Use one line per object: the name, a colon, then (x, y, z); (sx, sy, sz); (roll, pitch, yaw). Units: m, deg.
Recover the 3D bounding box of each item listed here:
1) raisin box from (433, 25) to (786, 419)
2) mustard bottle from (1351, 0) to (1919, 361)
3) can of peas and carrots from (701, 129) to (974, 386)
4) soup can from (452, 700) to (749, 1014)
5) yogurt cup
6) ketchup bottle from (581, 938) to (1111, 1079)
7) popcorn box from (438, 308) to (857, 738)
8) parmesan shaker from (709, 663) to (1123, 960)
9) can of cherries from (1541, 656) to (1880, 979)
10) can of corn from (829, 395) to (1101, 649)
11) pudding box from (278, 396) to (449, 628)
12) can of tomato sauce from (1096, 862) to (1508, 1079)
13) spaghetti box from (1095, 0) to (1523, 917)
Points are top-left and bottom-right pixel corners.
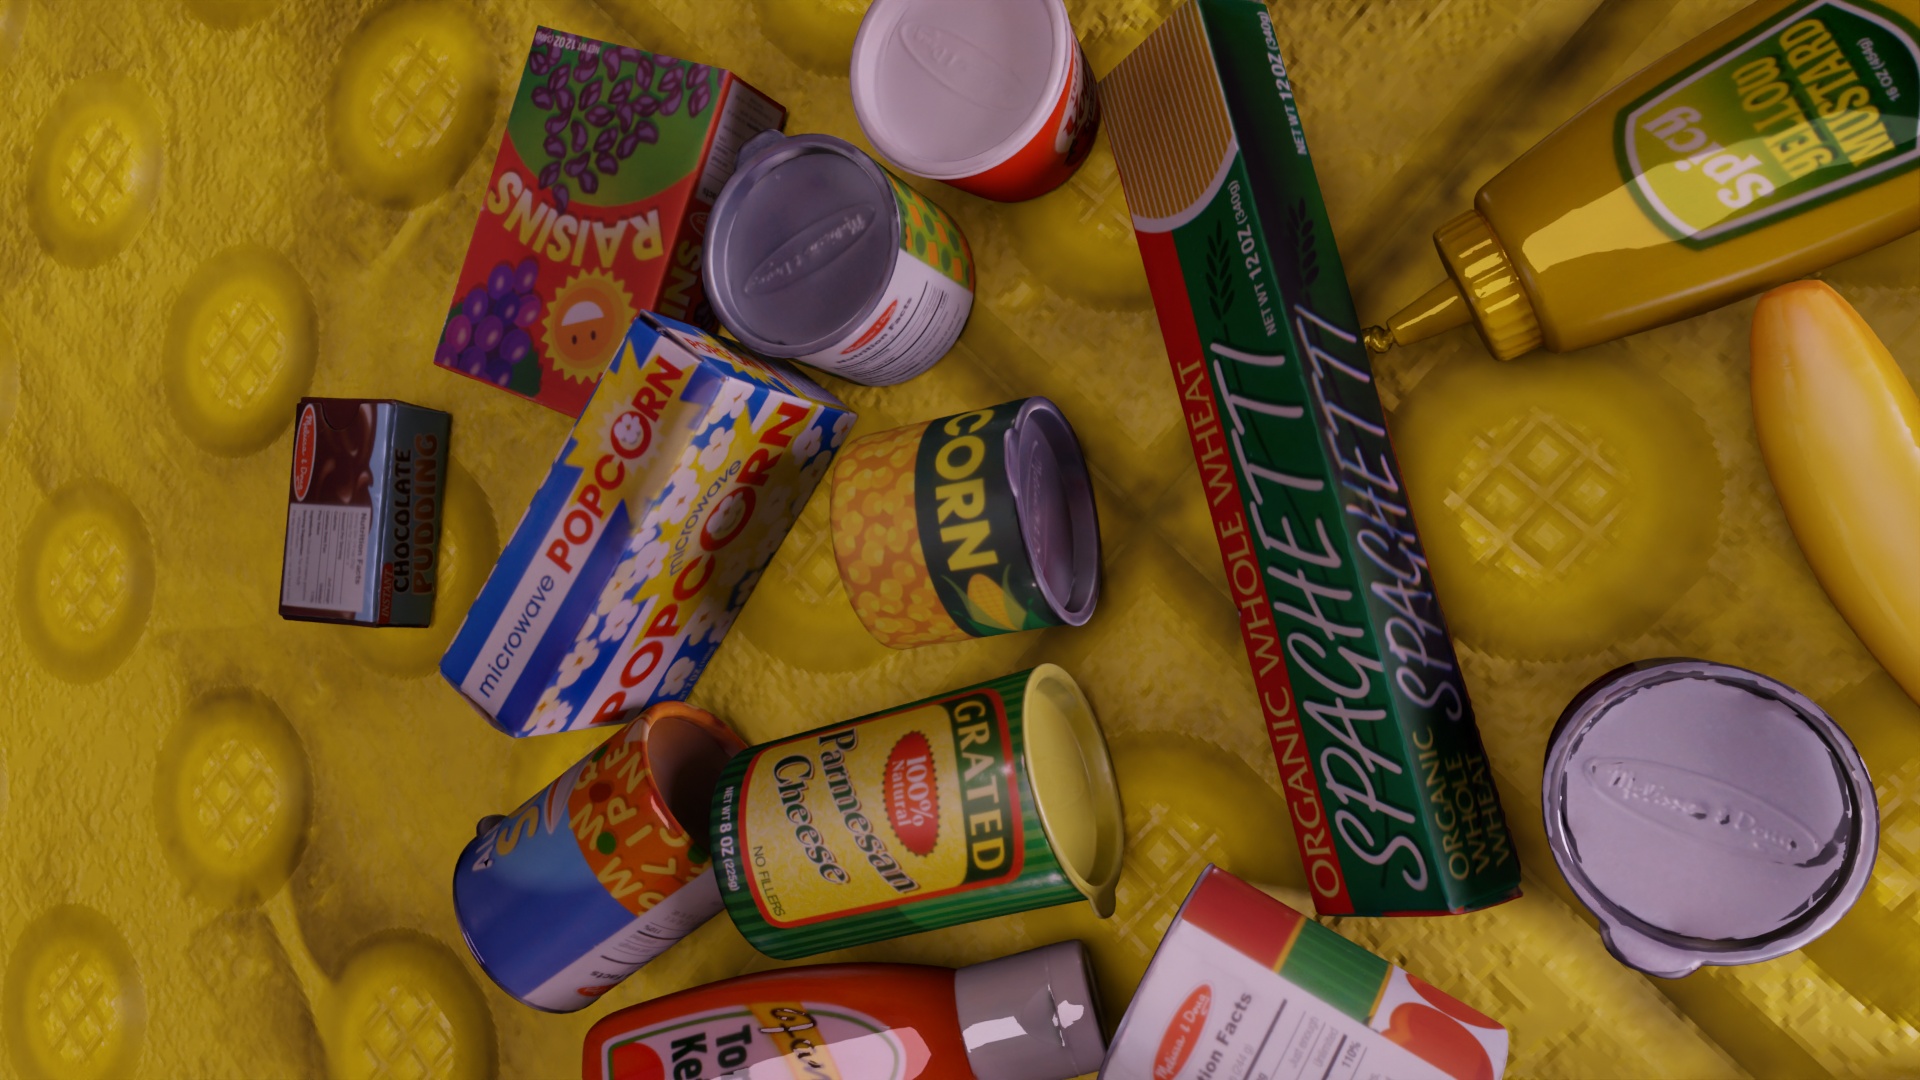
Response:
raisin box: (-0.121, -0.104, 0.477); (0.086, 0.040, 0.123); (20, 93, 22)
mustard bottle: (0.173, -0.083, 0.345); (0.160, 0.049, 0.065); (-27, 75, 19)
can of peas and carrots: (-0.037, -0.086, 0.430); (0.071, 0.059, 0.071); (-2, 85, 23)
soup can: (-0.109, 0.098, 0.443); (0.083, 0.071, 0.071); (-37, 74, 16)
yogurt cup: (0.008, -0.135, 0.416); (0.072, 0.054, 0.072); (-2, 86, 23)
ketchup bottle: (-0.032, 0.152, 0.403); (0.149, 0.043, 0.065); (-16, 74, 5)
popcorn box: (-0.095, -0.002, 0.433); (0.038, 0.085, 0.126); (35, 100, 20)
parmesan shaker: (-0.012, 0.083, 0.402); (0.103, 0.071, 0.071); (-18, 80, 21)
can of cherries: (0.172, 0.063, 0.331); (0.071, 0.058, 0.071); (-1, 86, 22)
can of corn: (0.001, -0.005, 0.401); (0.058, 0.071, 0.071); (-11, 83, 23)
pudding box: (-0.222, -0.010, 0.518); (0.049, 0.030, 0.083); (2, 87, 24)
can of tomato sauce: (0.087, 0.132, 0.357); (0.083, 0.071, 0.071); (26, 97, 19)
spaghetti box: (0.090, -0.024, 0.375); (0.050, 0.029, 0.250); (-28, 72, 57)
